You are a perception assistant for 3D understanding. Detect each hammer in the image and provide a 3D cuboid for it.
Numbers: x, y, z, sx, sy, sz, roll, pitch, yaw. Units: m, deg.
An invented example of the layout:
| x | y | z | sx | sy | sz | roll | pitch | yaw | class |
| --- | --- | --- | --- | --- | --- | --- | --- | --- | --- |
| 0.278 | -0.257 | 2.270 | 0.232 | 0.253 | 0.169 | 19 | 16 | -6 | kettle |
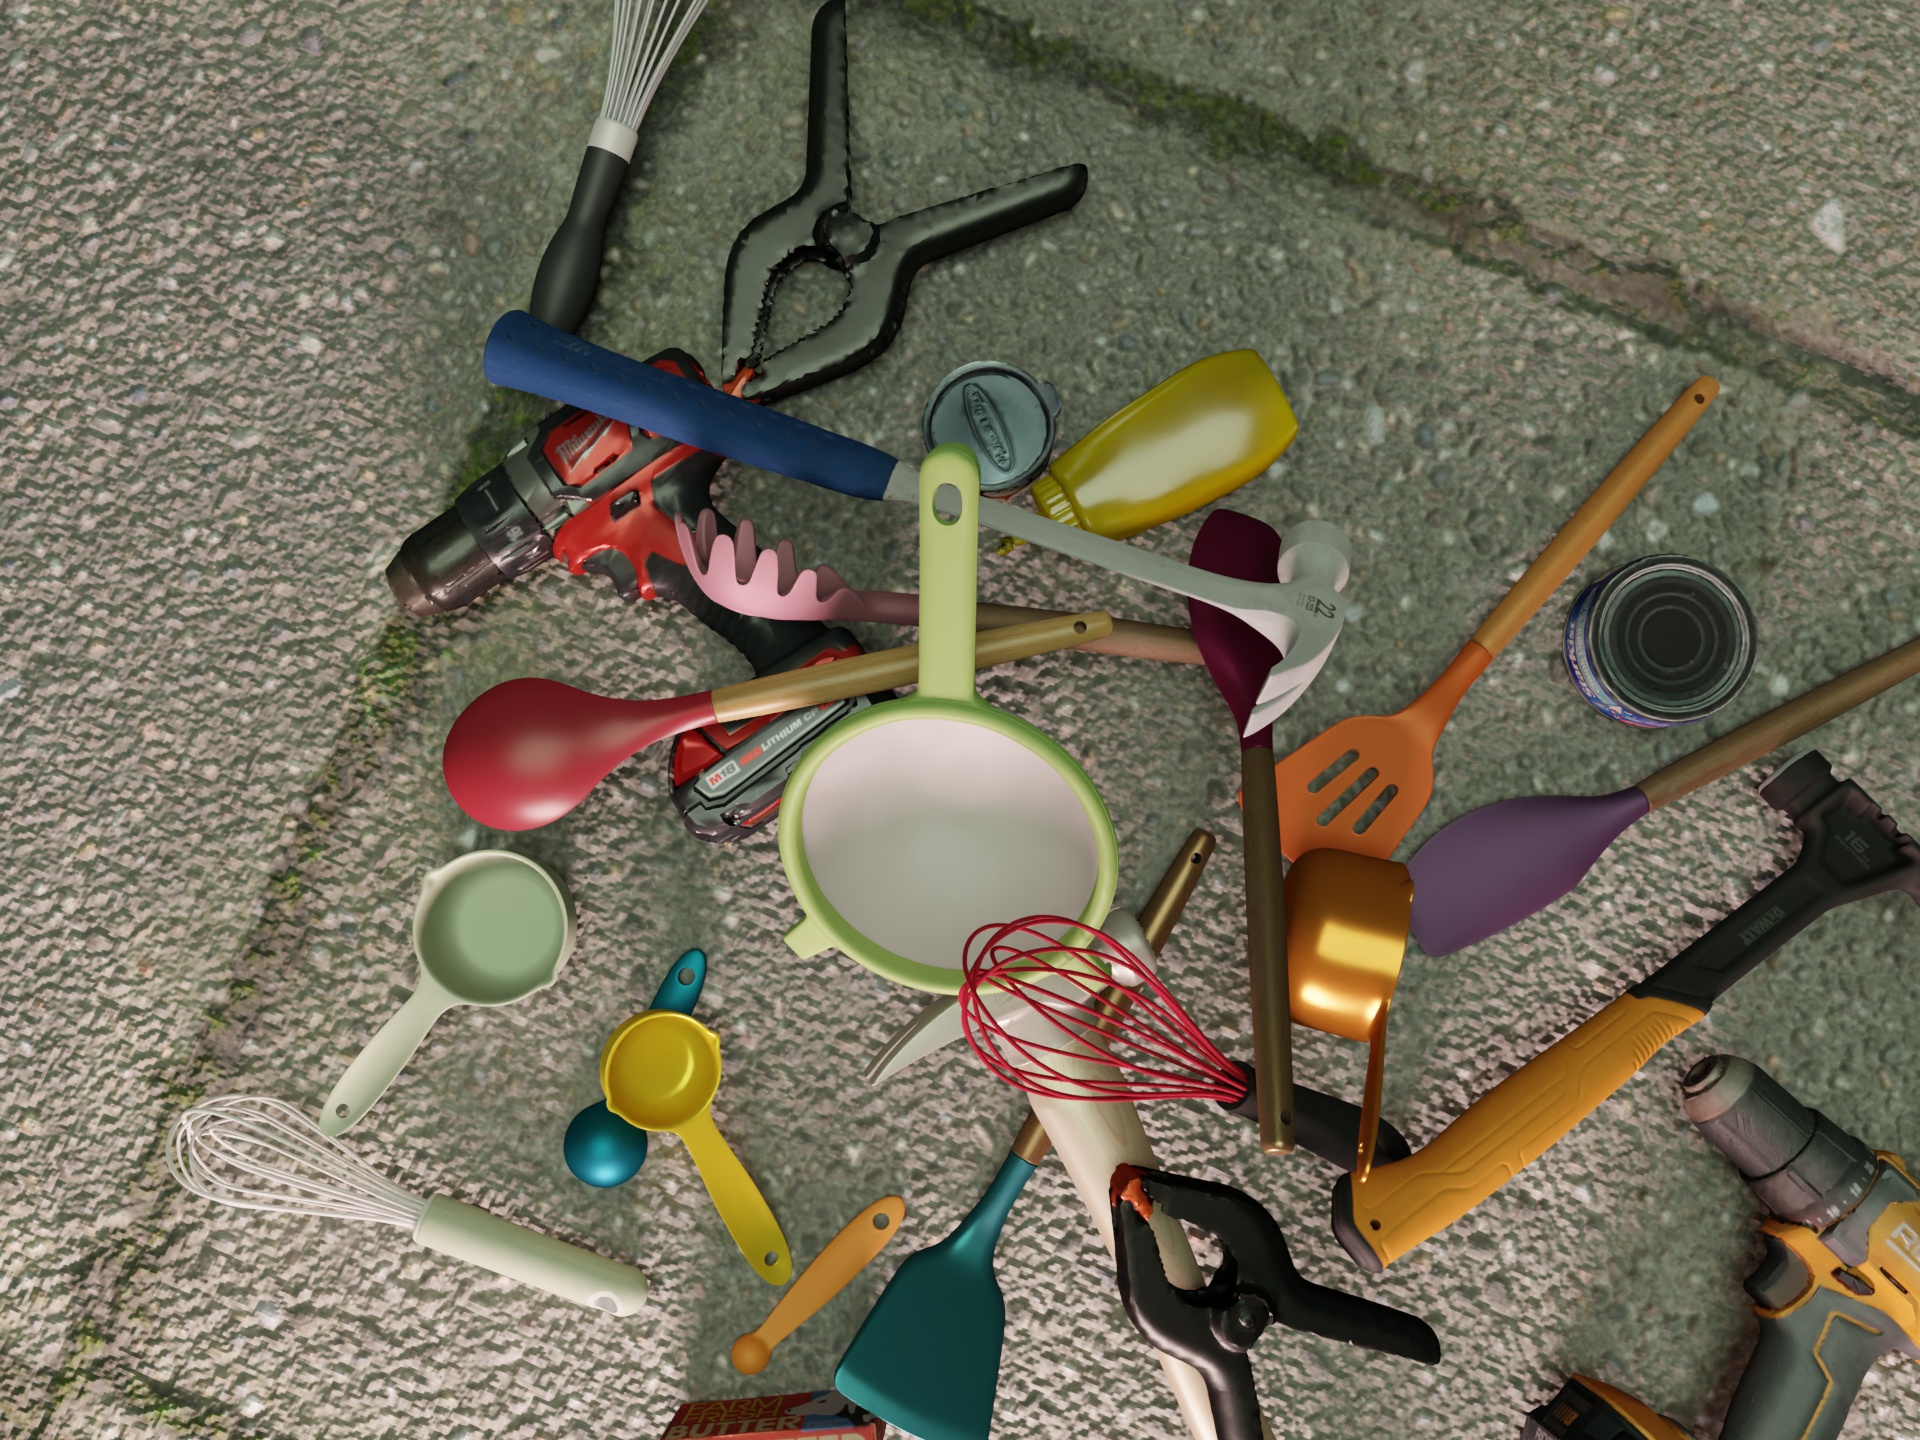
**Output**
| x | y | z | sx | sy | sz | roll | pitch | yaw | class |
| --- | --- | --- | --- | --- | --- | --- | --- | --- | --- |
| 0.317 | 0.152 | 0.743 | 0.337 | 0.034 | 0.127 | -34 | 67 | -8 | hammer |
| 0.103 | 0.303 | 0.751 | 0.146 | 0.038 | 0.410 | -26 | 92 | -10 | hammer |
| -0.022 | -0.103 | 0.718 | 0.405 | 0.144 | 0.035 | 19 | 129 | 3 | hammer |

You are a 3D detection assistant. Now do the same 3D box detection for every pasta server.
| x | y | z | sx | sy | sz | roll | pitch | yaw | class |
| --- | --- | --- | --- | --- | --- | --- | --- | --- | --- |
| 0.021 | -0.054 | 0.749 | 0.316 | 0.060 | 0.040 | 6 | 107 | -19 | pasta server |

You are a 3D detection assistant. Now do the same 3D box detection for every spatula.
| x | y | z | sx | sy | sz | roll | pitch | yaw | class |
| --- | --- | --- | --- | --- | --- | --- | --- | --- | --- |
| 0.048 | 0.194 | 0.776 | 0.082 | 0.044 | 0.317 | 30 | 86 | -7 | spatula |
| 0.362 | 0.025 | 0.794 | 0.316 | 0.018 | 0.060 | -27 | 87 | 0 | spatula |
| 0.273 | -0.052 | 0.800 | 0.081 | 0.041 | 0.322 | 42 | 84 | 3 | spatula |

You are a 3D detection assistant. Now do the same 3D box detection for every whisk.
| x | y | z | sx | sy | sz | roll | pitch | yaw | class |
| --- | --- | --- | --- | --- | --- | --- | --- | --- | --- |
| -0.269 | 0.240 | 0.780 | 0.246 | 0.059 | 0.057 | 21 | 128 | -2 | whisk |
| 0.109 | 0.158 | 0.709 | 0.295 | 0.073 | 0.073 | 29 | 87 | -32 | whisk |
| -0.165 | -0.325 | 0.808 | 0.070 | 0.070 | 0.284 | 19 | 92 | 2 | whisk |

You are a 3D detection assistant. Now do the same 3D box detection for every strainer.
| x | y | z | sx | sy | sz | roll | pitch | yaw | class |
| --- | --- | --- | --- | --- | --- | --- | --- | --- | --- |
| -0.001 | -0.002 | 0.693 | 0.151 | 0.069 | 0.256 | 5 | 117 | 9 | strainer |

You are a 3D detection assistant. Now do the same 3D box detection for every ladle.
| x | y | z | sx | sy | sz | roll | pitch | yaw | class |
| --- | --- | --- | --- | --- | --- | --- | --- | --- | --- |
| -0.085 | -0.010 | 0.721 | 0.315 | 0.031 | 0.069 | -12 | 84 | 1 | ladle |

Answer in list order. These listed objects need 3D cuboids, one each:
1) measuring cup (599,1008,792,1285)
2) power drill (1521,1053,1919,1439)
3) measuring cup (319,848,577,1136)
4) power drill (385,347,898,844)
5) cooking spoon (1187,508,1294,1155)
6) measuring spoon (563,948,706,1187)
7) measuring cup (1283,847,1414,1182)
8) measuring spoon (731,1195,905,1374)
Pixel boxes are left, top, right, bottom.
| x | y | z | sx | sy | sz | roll | pitch | yaw | class |
| --- | --- | --- | --- | --- | --- | --- | --- | --- | --- |
| -0.126 | 0.212 | 0.784 | 0.062 | 0.029 | 0.156 | -31 | 104 | -22 | measuring cup |
| 0.367 | 0.289 | 0.749 | 0.185 | 0.084 | 0.226 | 44 | 84 | 5 | power drill |
| -0.256 | 0.136 | 0.789 | 0.083 | 0.038 | 0.167 | 39 | 90 | 3 | measuring cup |
| -0.155 | -0.049 | 0.780 | 0.188 | 0.080 | 0.227 | -34 | 84 | -2 | power drill |
| 0.140 | 0.039 | 0.738 | 0.068 | 0.017 | 0.319 | 14 | 62 | -23 | cooking spoon |
| -0.159 | 0.173 | 0.791 | 0.042 | 0.021 | 0.128 | 25 | 87 | 2 | measuring spoon |
| 0.167 | 0.131 | 0.726 | 0.052 | 0.095 | 0.174 | 15 | 42 | 5 | measuring cup |
| -0.070 | 0.280 | 0.788 | 0.021 | 0.011 | 0.117 | 45 | 88 | 3 | measuring spoon |
